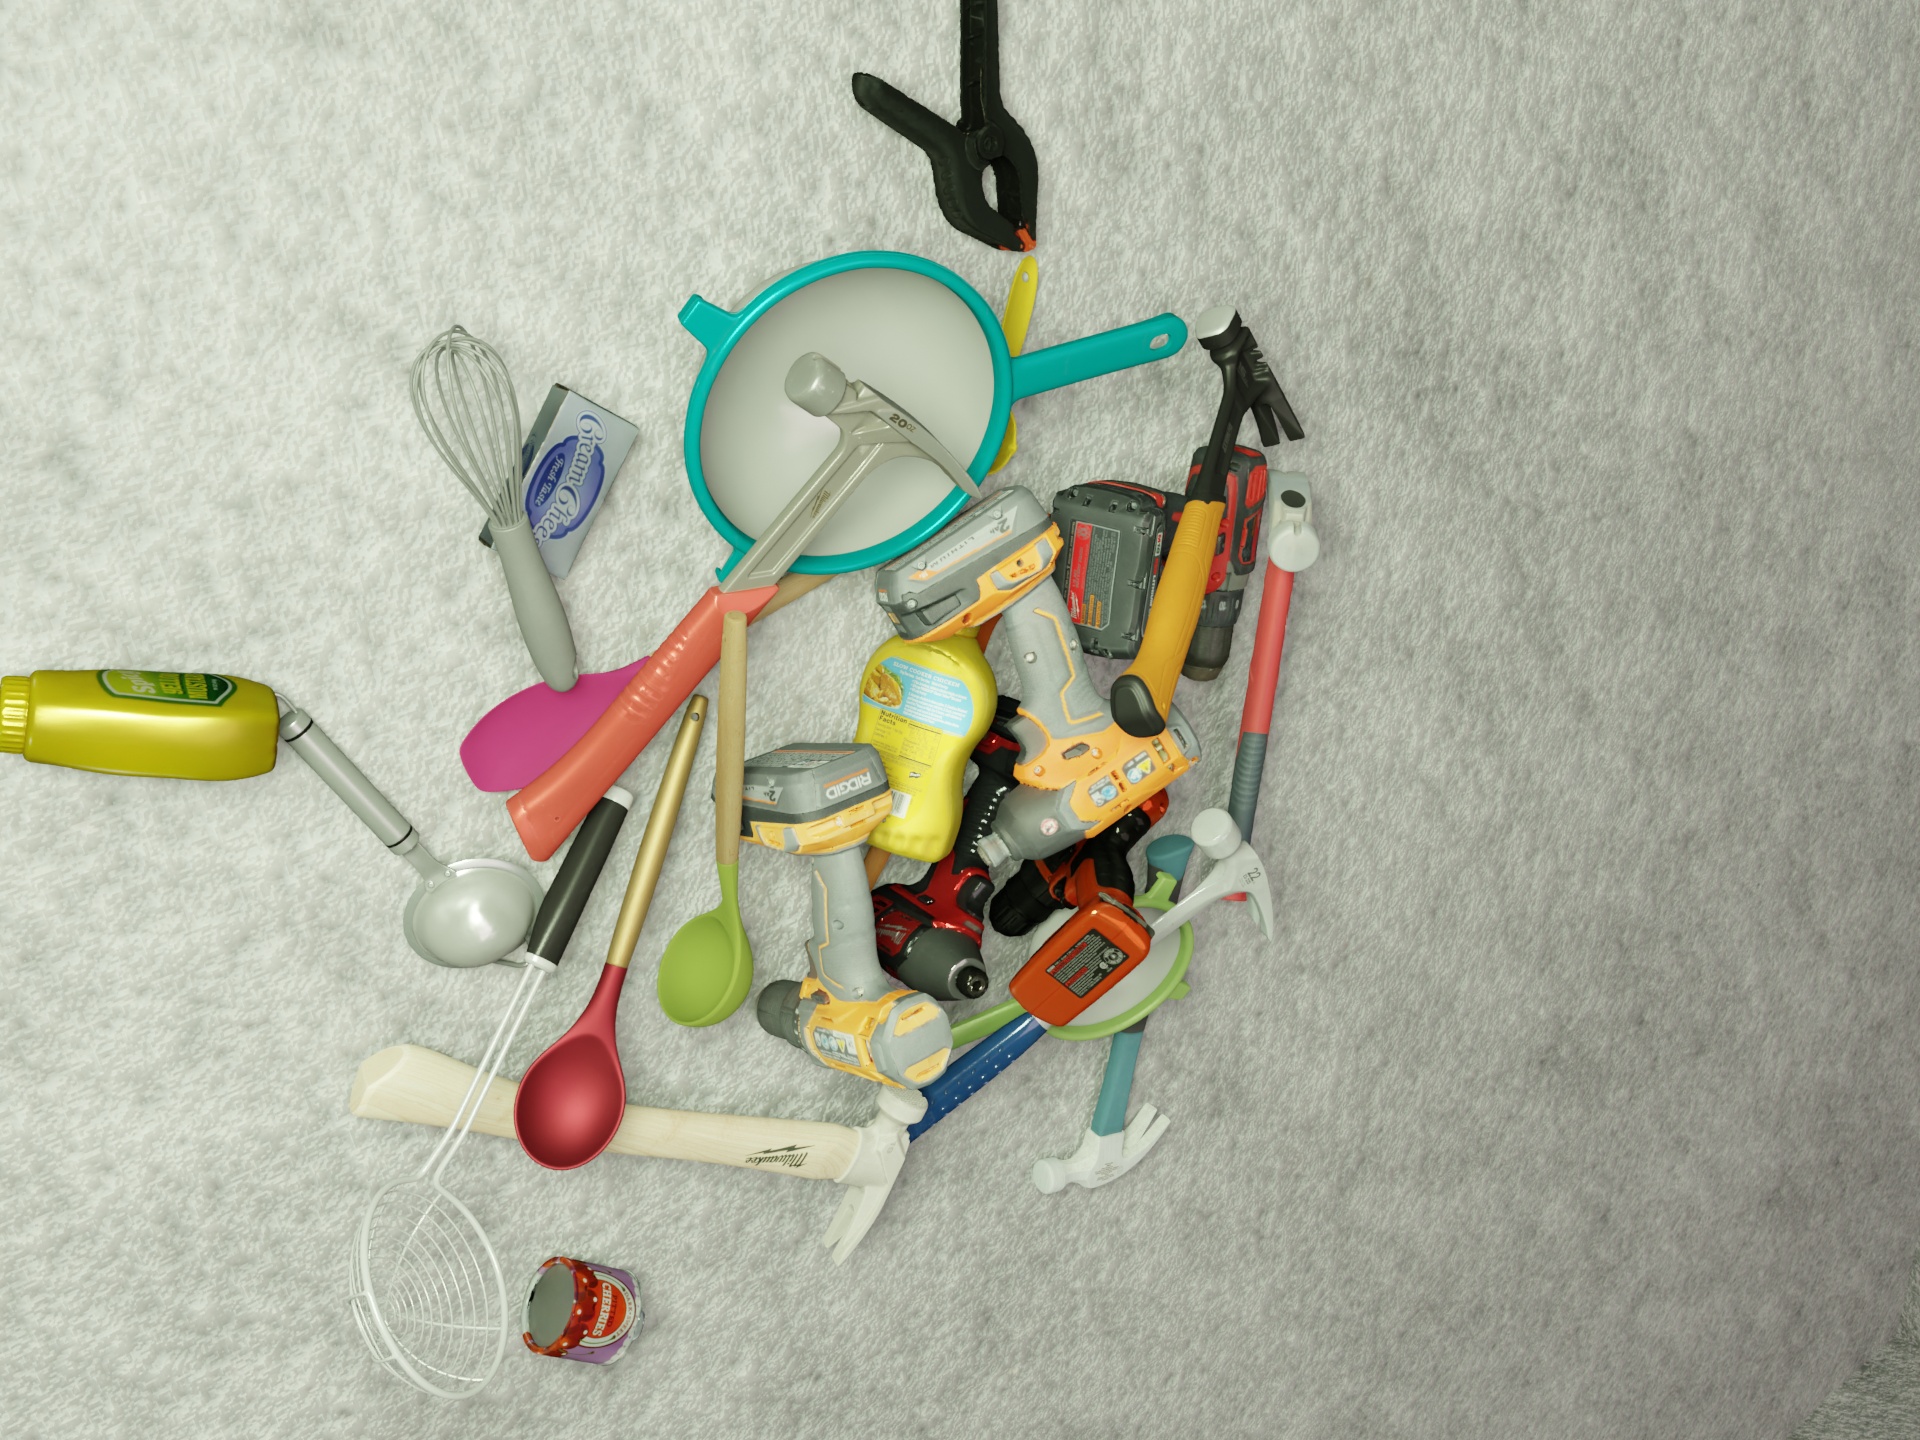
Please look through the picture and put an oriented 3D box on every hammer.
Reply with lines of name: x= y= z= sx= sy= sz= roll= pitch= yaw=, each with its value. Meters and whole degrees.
hammer: x=0.247 y=-0.015 z=1.324 sx=0.038 sy=0.143 sz=0.386 roll=5 pitch=122 yaw=4
hammer: x=0.150 y=0.257 z=1.390 sx=0.128 sy=0.033 sz=0.331 roll=0 pitch=109 yaw=-36
hammer: x=-0.218 y=0.294 z=1.105 sx=0.410 sy=0.038 sz=0.146 roll=19 pitch=102 yaw=-33
hammer: x=-0.148 y=-0.050 z=0.971 sx=0.359 sy=0.037 sz=0.149 roll=-48 pitch=135 yaw=11
hammer: x=0.073 y=0.232 z=1.246 sx=0.405 sy=0.035 sz=0.143 roll=-38 pitch=132 yaw=2
hammer: x=0.163 y=-0.125 z=1.074 sx=0.127 sy=0.034 sz=0.337 roll=49 pitch=48 yaw=-37

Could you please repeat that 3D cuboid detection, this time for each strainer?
strainer: x=-0.023 y=-0.221 z=0.999 sx=0.340 sy=0.095 sz=0.210 roll=-19 pitch=134 yaw=-19
strainer: x=0.063 y=0.205 z=1.293 sx=0.256 sy=0.069 sz=0.151 roll=-22 pitch=131 yaw=-9
strainer: x=-0.331 y=0.079 z=0.956 sx=0.087 sy=0.050 sz=0.258 roll=-34 pitch=123 yaw=-4

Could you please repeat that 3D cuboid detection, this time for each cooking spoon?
cooking spoon: x=-0.177 y=-0.048 z=1.029 sx=0.319 sy=0.017 sz=0.068 roll=-32 pitch=131 yaw=-22

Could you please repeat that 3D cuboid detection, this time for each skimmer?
skimmer: x=-0.257 y=0.208 z=0.956 sx=0.127 sy=0.090 sz=0.363 roll=50 pitch=55 yaw=-53

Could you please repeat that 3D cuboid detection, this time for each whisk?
whisk: x=-0.253 y=-0.109 z=0.893 sx=0.055 sy=0.055 sz=0.238 roll=-30 pitch=134 yaw=-24

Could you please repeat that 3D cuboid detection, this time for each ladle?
ladle: x=-0.159 y=0.070 z=1.011 sx=0.062 sy=0.078 sz=0.320 roll=-13 pitch=130 yaw=-27
ladle: x=-0.217 y=0.134 z=1.034 sx=0.069 sy=0.031 sz=0.315 roll=18 pitch=84 yaw=-15

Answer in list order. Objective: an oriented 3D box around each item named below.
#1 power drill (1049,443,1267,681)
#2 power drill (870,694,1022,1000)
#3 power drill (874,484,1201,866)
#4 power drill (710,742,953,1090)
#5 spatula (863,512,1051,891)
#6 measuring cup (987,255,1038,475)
power drill: x=0.152 y=-0.104 z=1.185 sx=0.226 sy=0.080 sz=0.187 roll=-21 pitch=123 yaw=-51
power drill: x=0.019 y=0.100 z=1.156 sx=0.078 sy=0.143 sz=0.220 roll=38 pitch=82 yaw=-33
power drill: x=0.038 y=-0.021 z=1.046 sx=0.164 sy=0.084 sz=0.226 roll=-35 pitch=103 yaw=-8
power drill: x=-0.100 y=0.133 z=1.086 sx=0.084 sy=0.185 sz=0.226 roll=-21 pitch=103 yaw=-37
spatula: x=-0.002 y=-0.004 z=1.161 sx=0.081 sy=0.041 sz=0.322 roll=22 pitch=96 yaw=-54
measuring cup: x=0.022 y=-0.245 z=1.096 sx=0.062 sy=0.029 sz=0.156 roll=18 pitch=85 yaw=-40
